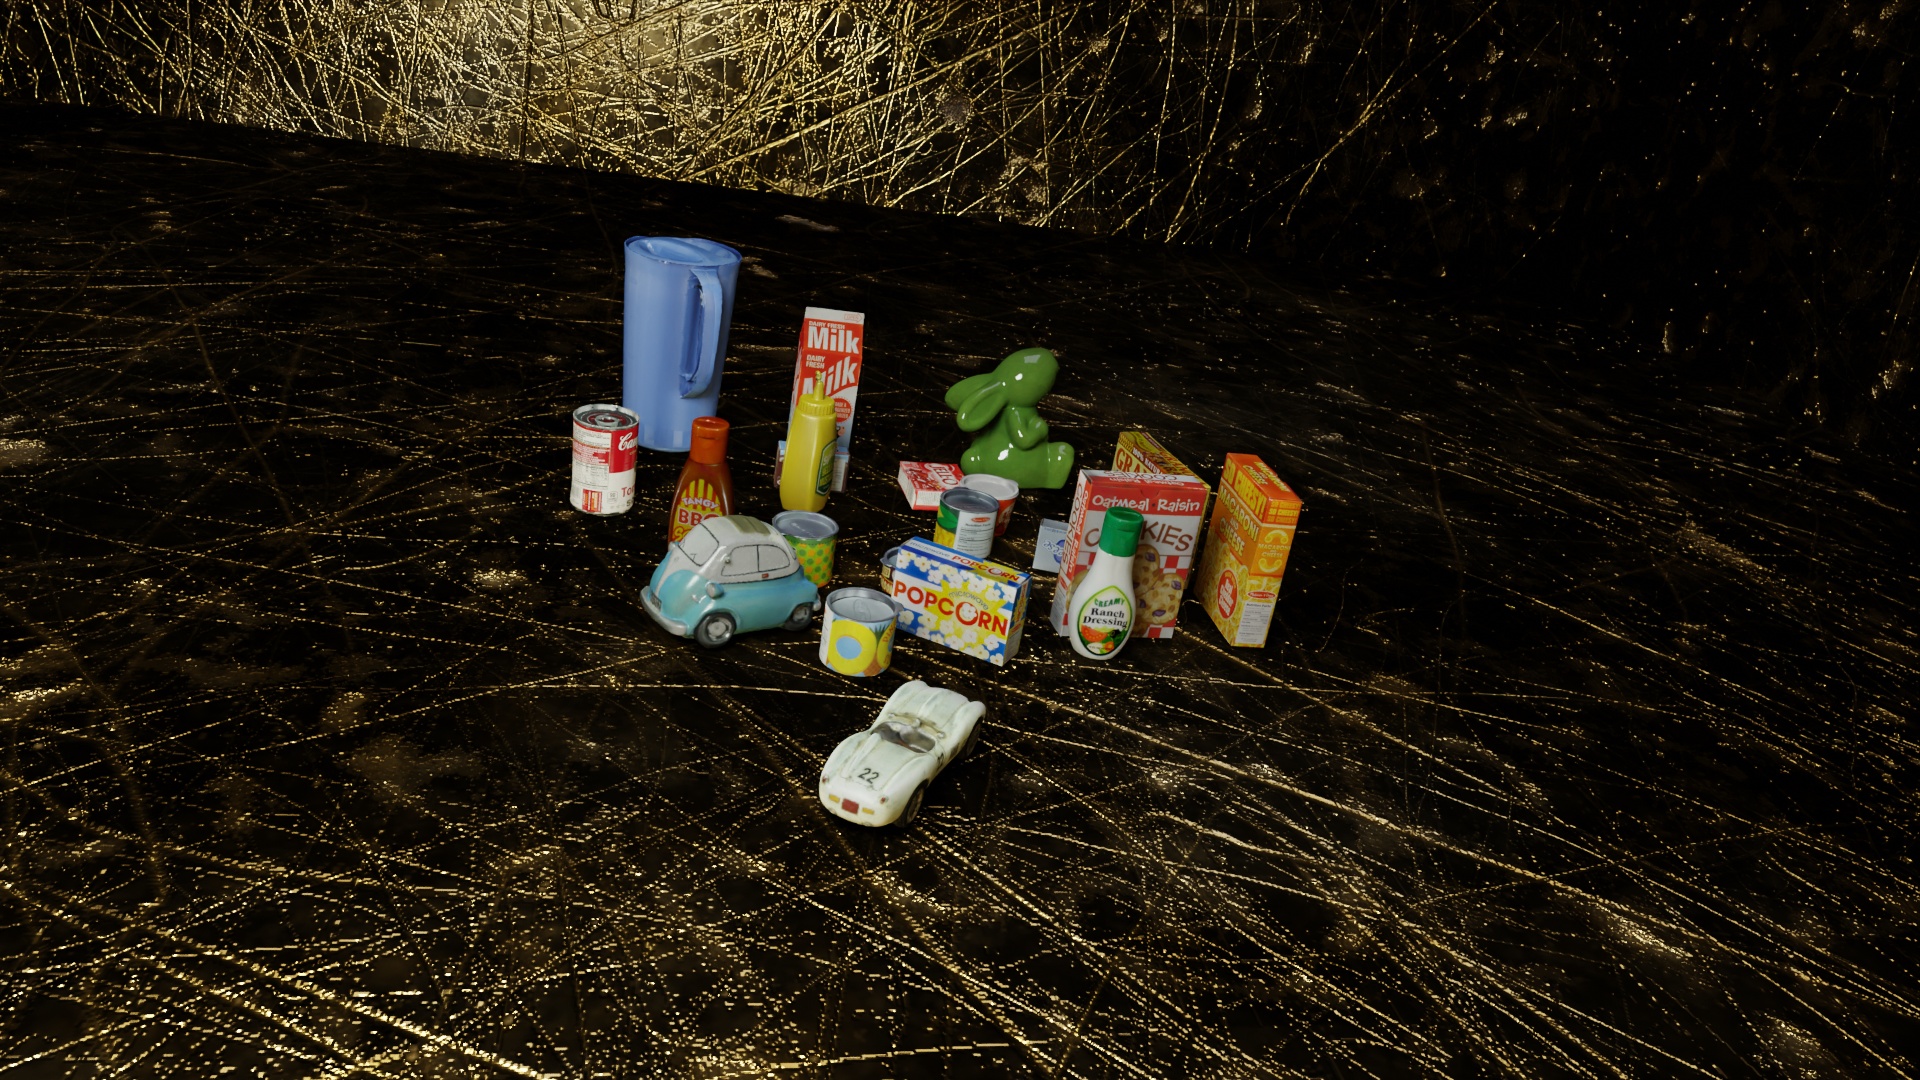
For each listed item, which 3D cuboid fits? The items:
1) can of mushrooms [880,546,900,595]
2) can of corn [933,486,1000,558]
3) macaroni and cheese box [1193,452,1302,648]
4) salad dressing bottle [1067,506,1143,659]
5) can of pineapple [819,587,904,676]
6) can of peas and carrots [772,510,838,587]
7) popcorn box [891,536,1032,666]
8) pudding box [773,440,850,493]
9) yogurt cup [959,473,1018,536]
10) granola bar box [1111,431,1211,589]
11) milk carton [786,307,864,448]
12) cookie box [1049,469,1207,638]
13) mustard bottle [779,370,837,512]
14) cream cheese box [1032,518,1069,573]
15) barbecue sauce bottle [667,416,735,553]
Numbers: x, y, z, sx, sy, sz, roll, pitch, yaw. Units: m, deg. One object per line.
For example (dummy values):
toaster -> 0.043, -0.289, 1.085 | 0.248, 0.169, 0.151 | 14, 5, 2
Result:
can of mushrooms -> -0.050, 0.034, 1.414 | 0.071, 0.033, 0.071 | 8, 24, -4
can of corn -> 0.005, -0.019, 1.524 | 0.071, 0.058, 0.071 | 8, 23, -4
macaroni and cheese box -> 0.296, 0.009, 1.440 | 0.040, 0.165, 0.124 | 4, 24, -13
salad dressing bottle -> 0.142, 0.041, 1.331 | 0.064, 0.147, 0.044 | 7, 23, -7
can of pineapple -> -0.090, 0.083, 1.256 | 0.071, 0.057, 0.071 | 8, 23, -4
can of peas and carrots -> -0.160, 0.010, 1.393 | 0.071, 0.058, 0.071 | 8, 23, -4
popcorn box -> -0.002, 0.057, 1.316 | 0.127, 0.084, 0.038 | 19, 25, 19
pudding box -> -0.173, -0.086, 1.614 | 0.084, 0.049, 0.030 | 4, 24, -13
yogurt cup -> 0.029, -0.039, 1.583 | 0.072, 0.053, 0.073 | 8, 23, -4
granola bar box -> 0.217, -0.036, 1.563 | 0.039, 0.123, 0.166 | 1, 25, -20
milk carton -> -0.163, -0.185, 1.668 | 0.072, 0.189, 0.074 | 5, 24, -11
cookie box -> 0.165, 0.015, 1.373 | 0.123, 0.166, 0.040 | 2, 24, -17
mustard bottle -> -0.164, -0.109, 1.534 | 0.049, 0.159, 0.065 | 16, 24, 13
cream cheese box -> 0.134, 0.013, 1.507 | 0.104, 0.053, 0.024 | 11, 23, 3
barbecue sauce bottle -> -0.253, -0.048, 1.375 | 0.065, 0.147, 0.044 | 10, 23, -1
